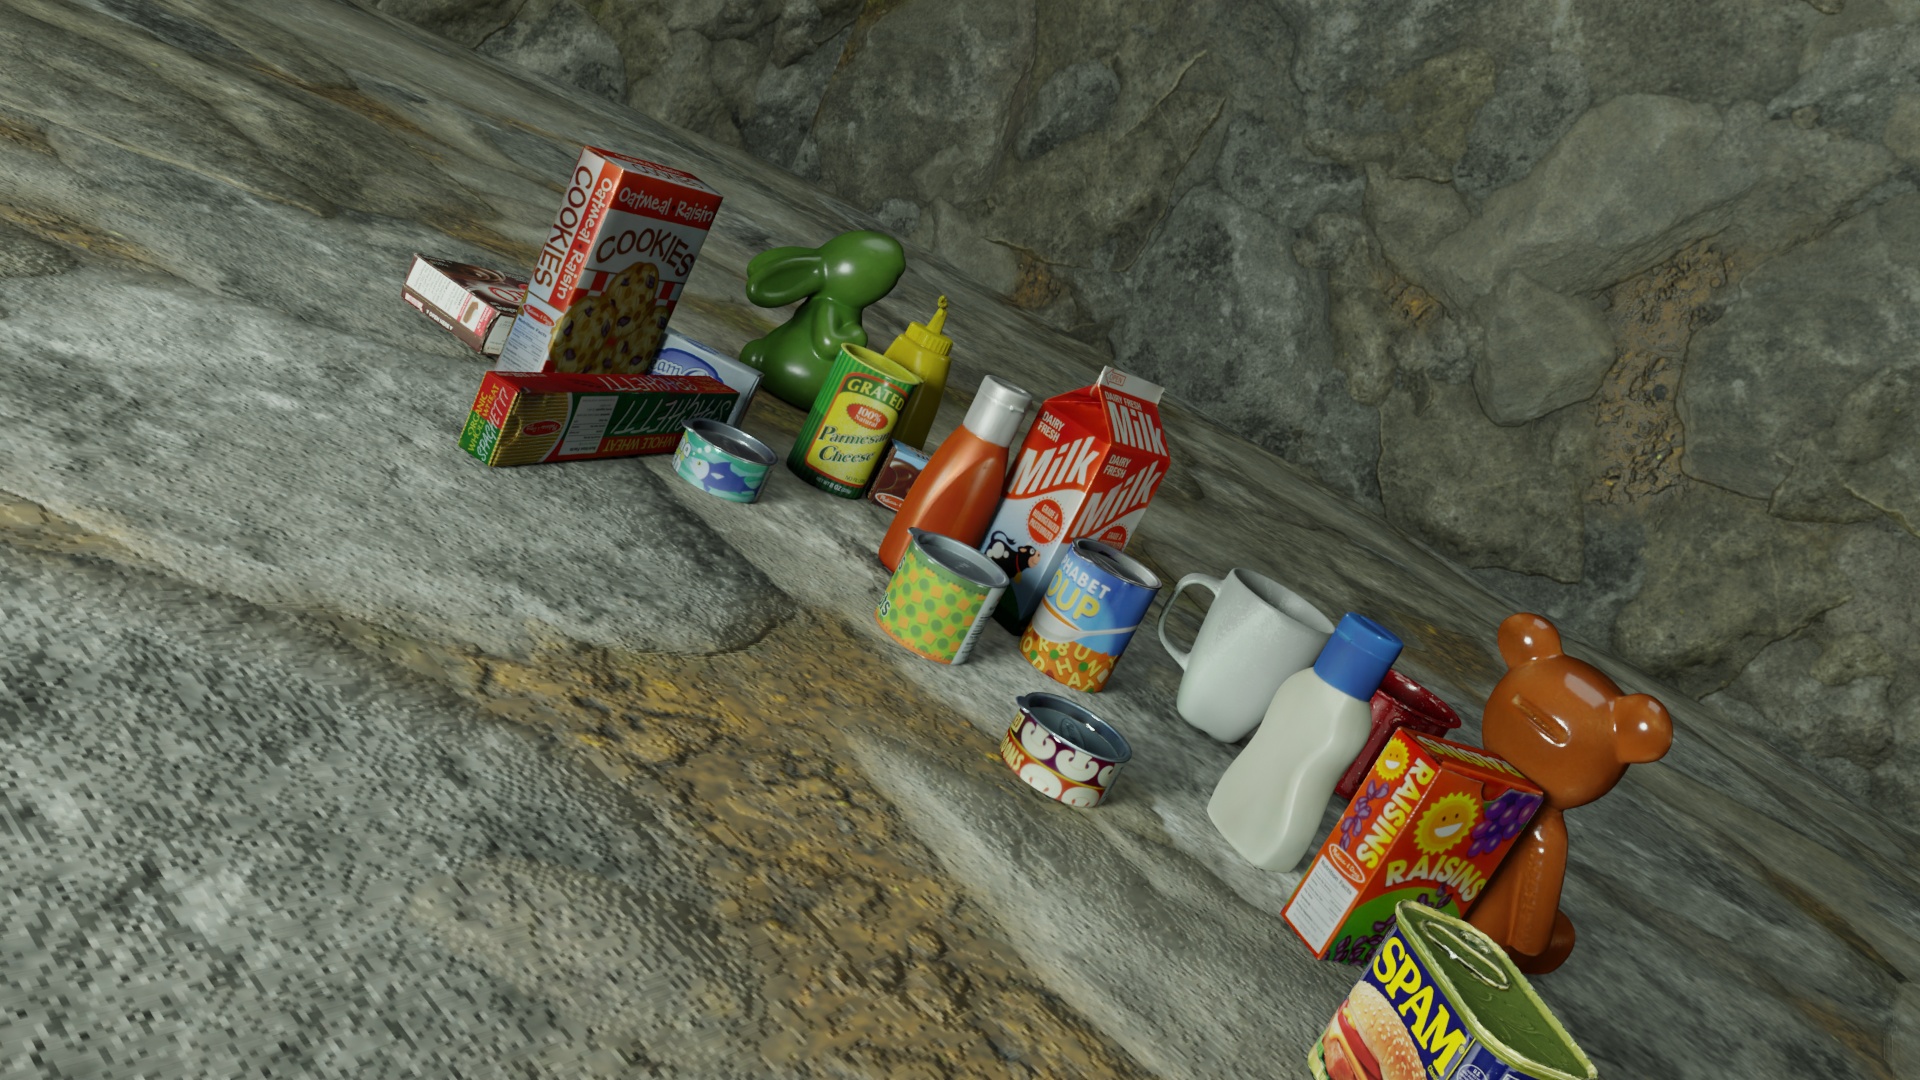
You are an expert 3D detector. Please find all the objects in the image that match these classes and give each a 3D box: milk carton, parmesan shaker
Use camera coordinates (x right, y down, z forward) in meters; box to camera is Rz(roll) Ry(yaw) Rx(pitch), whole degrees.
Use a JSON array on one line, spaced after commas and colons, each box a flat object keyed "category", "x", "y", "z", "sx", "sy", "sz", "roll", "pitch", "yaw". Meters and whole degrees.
[{"category": "milk carton", "x": 0.079, "y": -0.030, "z": 0.973, "sx": 0.072, "sy": 0.190, "sz": 0.073, "roll": 11, "pitch": 21, "yaw": -47}, {"category": "parmesan shaker", "x": -0.081, "y": -0.090, "z": 1.069, "sx": 0.071, "sy": 0.102, "sz": 0.071, "roll": 25, "pitch": 15, "yaw": -7}]

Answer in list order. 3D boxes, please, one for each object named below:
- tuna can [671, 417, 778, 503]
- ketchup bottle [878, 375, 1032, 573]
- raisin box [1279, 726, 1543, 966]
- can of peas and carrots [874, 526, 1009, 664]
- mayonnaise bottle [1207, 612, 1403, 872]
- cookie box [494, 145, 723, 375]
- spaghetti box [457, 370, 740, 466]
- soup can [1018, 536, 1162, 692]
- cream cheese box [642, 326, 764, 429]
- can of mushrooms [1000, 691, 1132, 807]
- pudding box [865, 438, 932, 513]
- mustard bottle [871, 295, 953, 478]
[{"category": "tuna can", "x": -0.163, "y": -0.055, "z": 0.948, "sx": 0.071, "sy": 0.032, "sz": 0.071, "roll": 25, "pitch": 15, "yaw": -7}, {"category": "ketchup bottle", "x": 0.001, "y": -0.040, "z": 0.955, "sx": 0.065, "sy": 0.148, "sz": 0.044, "roll": 15, "pitch": 19, "yaw": -39}, {"category": "raisin box", "x": 0.236, "y": 0.164, "z": 0.726, "sx": 0.086, "sy": 0.123, "sz": 0.040, "roll": 18, "pitch": 17, "yaw": -31}, {"category": "can of peas and carrots", "x": -0.014, "y": 0.034, "z": 0.856, "sx": 0.071, "sy": 0.058, "sz": 0.071, "roll": 25, "pitch": 15, "yaw": -7}, {"category": "mayonnaise bottle", "x": 0.198, "y": 0.112, "z": 0.786, "sx": 0.041, "sy": 0.147, "sz": 0.065, "roll": 18, "pitch": 17, "yaw": -32}, {"category": "cookie box", "x": -0.246, "y": -0.185, "z": 0.979, "sx": 0.040, "sy": 0.167, "sz": 0.123, "roll": 32, "pitch": 15, "yaw": 16}, {"category": "spaghetti box", "x": -0.223, "y": -0.080, "z": 0.897, "sx": 0.029, "sy": 0.050, "sz": 0.250, "roll": 31, "pitch": 16, "yaw": 15}, {"category": "soup can", "x": 0.083, "y": 0.049, "z": 0.925, "sx": 0.071, "sy": 0.083, "sz": 0.071, "roll": 25, "pitch": 15, "yaw": -7}, {"category": "cream cheese box", "x": -0.209, "y": -0.126, "z": 1.065, "sx": 0.104, "sy": 0.053, "sz": 0.024, "roll": 26, "pitch": 15, "yaw": -3}, {"category": "can of mushrooms", "x": 0.055, "y": 0.113, "z": 0.760, "sx": 0.071, "sy": 0.033, "sz": 0.071, "roll": 25, "pitch": 15, "yaw": -7}, {"category": "pudding box", "x": -0.027, "y": -0.041, "z": 1.100, "sx": 0.084, "sy": 0.049, "sz": 0.030, "roll": 22, "pitch": 15, "yaw": -19}, {"category": "mustard bottle", "x": -0.043, "y": -0.127, "z": 1.147, "sx": 0.065, "sy": 0.159, "sz": 0.049, "roll": 35, "pitch": 16, "yaw": 28}]
